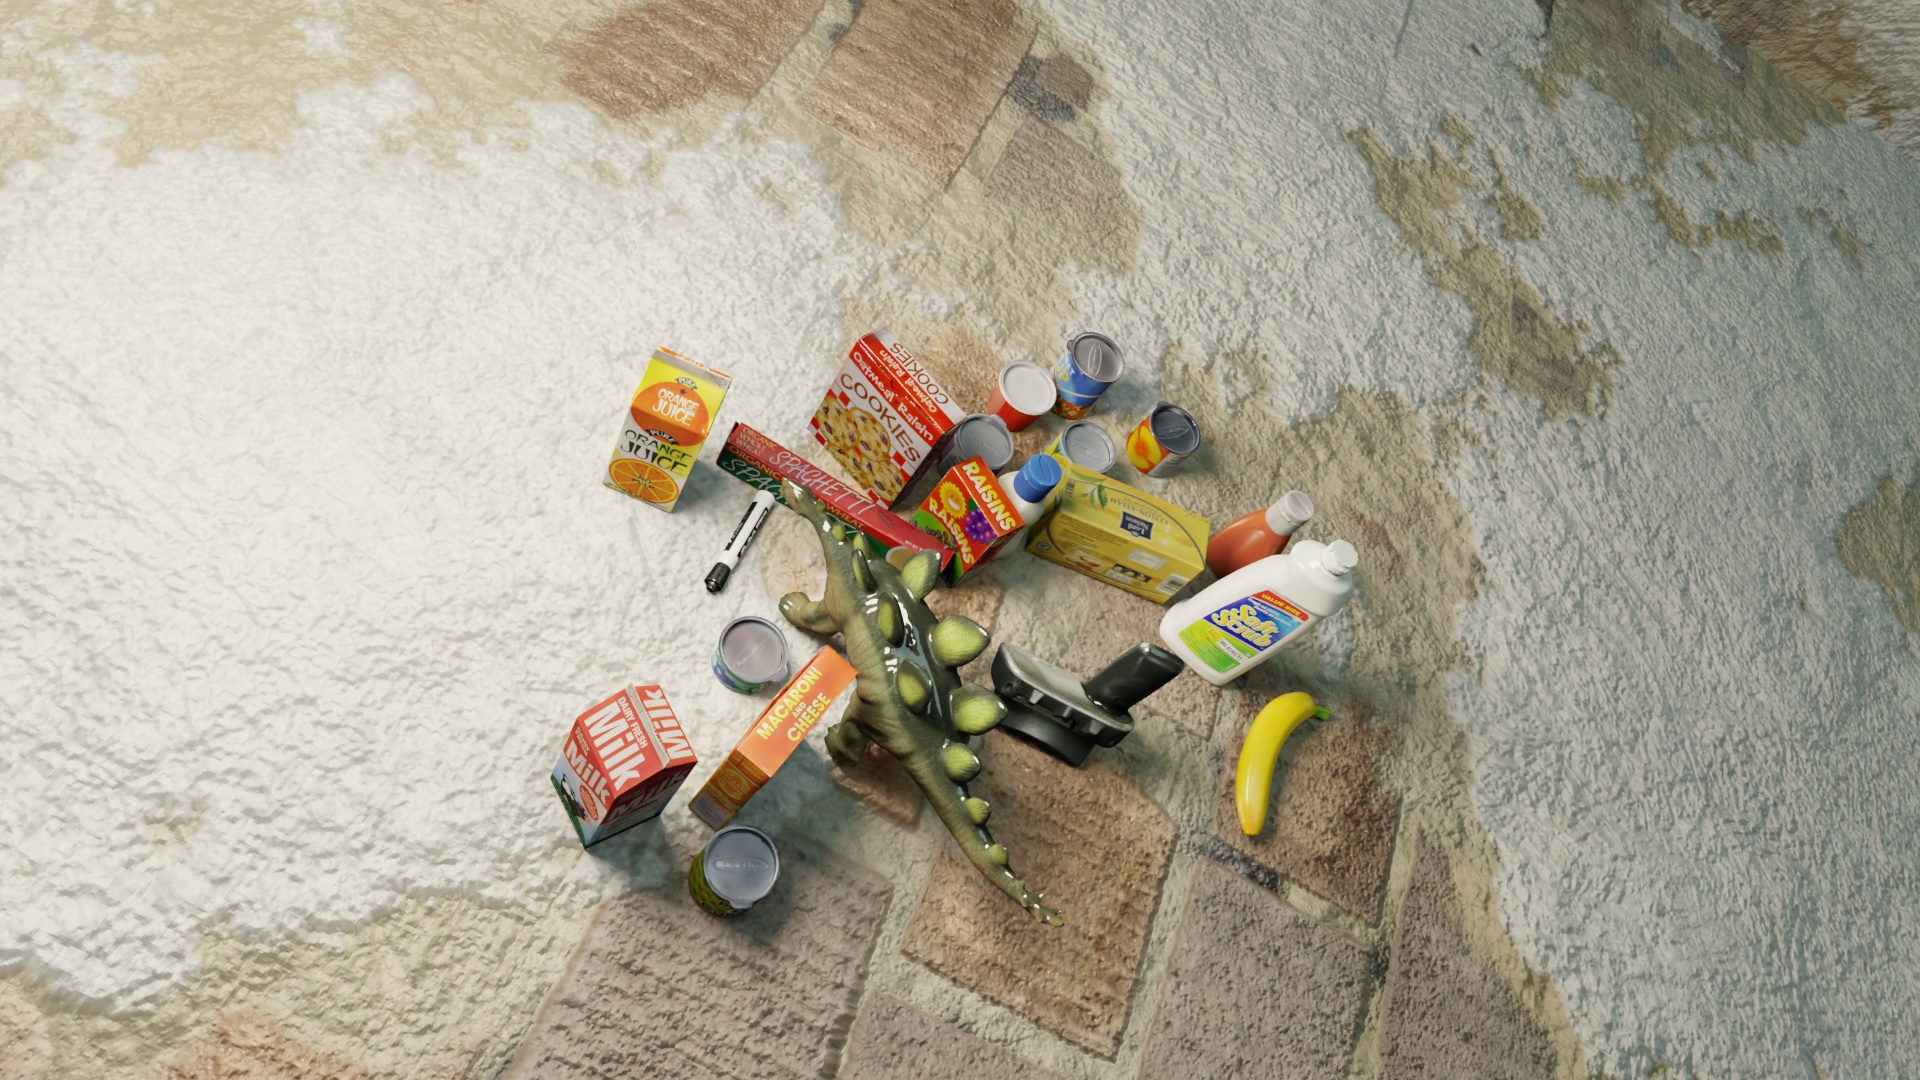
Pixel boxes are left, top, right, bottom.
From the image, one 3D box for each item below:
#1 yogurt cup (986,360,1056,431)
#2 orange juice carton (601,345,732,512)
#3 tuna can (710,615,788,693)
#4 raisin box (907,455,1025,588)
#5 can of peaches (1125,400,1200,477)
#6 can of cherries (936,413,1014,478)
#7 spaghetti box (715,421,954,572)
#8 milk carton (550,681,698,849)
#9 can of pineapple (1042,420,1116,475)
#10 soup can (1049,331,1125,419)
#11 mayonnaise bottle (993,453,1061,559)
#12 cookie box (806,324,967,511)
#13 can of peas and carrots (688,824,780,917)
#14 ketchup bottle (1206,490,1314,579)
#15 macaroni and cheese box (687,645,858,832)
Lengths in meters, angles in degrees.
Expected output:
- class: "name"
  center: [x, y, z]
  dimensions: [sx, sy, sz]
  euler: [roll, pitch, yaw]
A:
- class: "yogurt cup"
  center: [0.064, -0.155, 1.526]
  dimensions: [0.072, 0.053, 0.073]
  euler: [11, 60, -20]
- class: "orange juice carton"
  center: [-0.264, -0.109, 1.262]
  dimensions: [0.072, 0.191, 0.073]
  euler: [24, 56, -12]
- class: "tuna can"
  center: [-0.192, 0.107, 1.276]
  dimensions: [0.071, 0.032, 0.071]
  euler: [11, 60, -20]
- class: "raisin box"
  center: [0.005, -0.017, 1.380]
  dimensions: [0.040, 0.122, 0.086]
  euler: [-25, 76, -33]
- class: "can of peaches"
  center: [0.229, -0.115, 1.578]
  dimensions: [0.071, 0.057, 0.071]
  euler: [11, 60, -20]
- class: "can of cherries"
  center: [0.017, -0.093, 1.467]
  dimensions: [0.071, 0.058, 0.072]
  euler: [11, 60, -20]
- class: "spaghetti box"
  center: [-0.125, -0.034, 1.373]
  dimensions: [0.250, 0.050, 0.029]
  euler: [31, 55, -7]
- class: "milk carton"
  center: [-0.267, 0.176, 1.107]
  dimensions: [0.074, 0.189, 0.072]
  euler: [-21, 74, -32]
- class: "can of pineapple"
  center: [0.127, -0.088, 1.516]
  dimensions: [0.071, 0.057, 0.071]
  euler: [11, 60, -20]
- class: "soup can"
  center: [0.133, -0.185, 1.556]
  dimensions: [0.071, 0.083, 0.071]
  euler: [11, 60, -20]
- class: "mayonnaise bottle"
  center: [0.055, -0.036, 1.399]
  dimensions: [0.041, 0.147, 0.065]
  euler: [-8, 68, -28]
- class: "cookie box"
  center: [-0.076, -0.116, 1.369]
  dimensions: [0.123, 0.166, 0.040]
  euler: [48, 55, 5]
- class: "can of peas and carrots"
  center: [-0.190, 0.281, 1.166]
  dimensions: [0.071, 0.058, 0.071]
  euler: [11, 60, -20]
- class: "ketchup bottle"
  center: [0.326, -0.004, 1.508]
  dimensions: [0.044, 0.148, 0.065]
  euler: [-37, 83, -35]
- class: "macaroni and cheese box"
  center: [-0.161, 0.169, 1.175]
  dimensions: [0.040, 0.165, 0.124]
  euler: [40, 54, -1]
